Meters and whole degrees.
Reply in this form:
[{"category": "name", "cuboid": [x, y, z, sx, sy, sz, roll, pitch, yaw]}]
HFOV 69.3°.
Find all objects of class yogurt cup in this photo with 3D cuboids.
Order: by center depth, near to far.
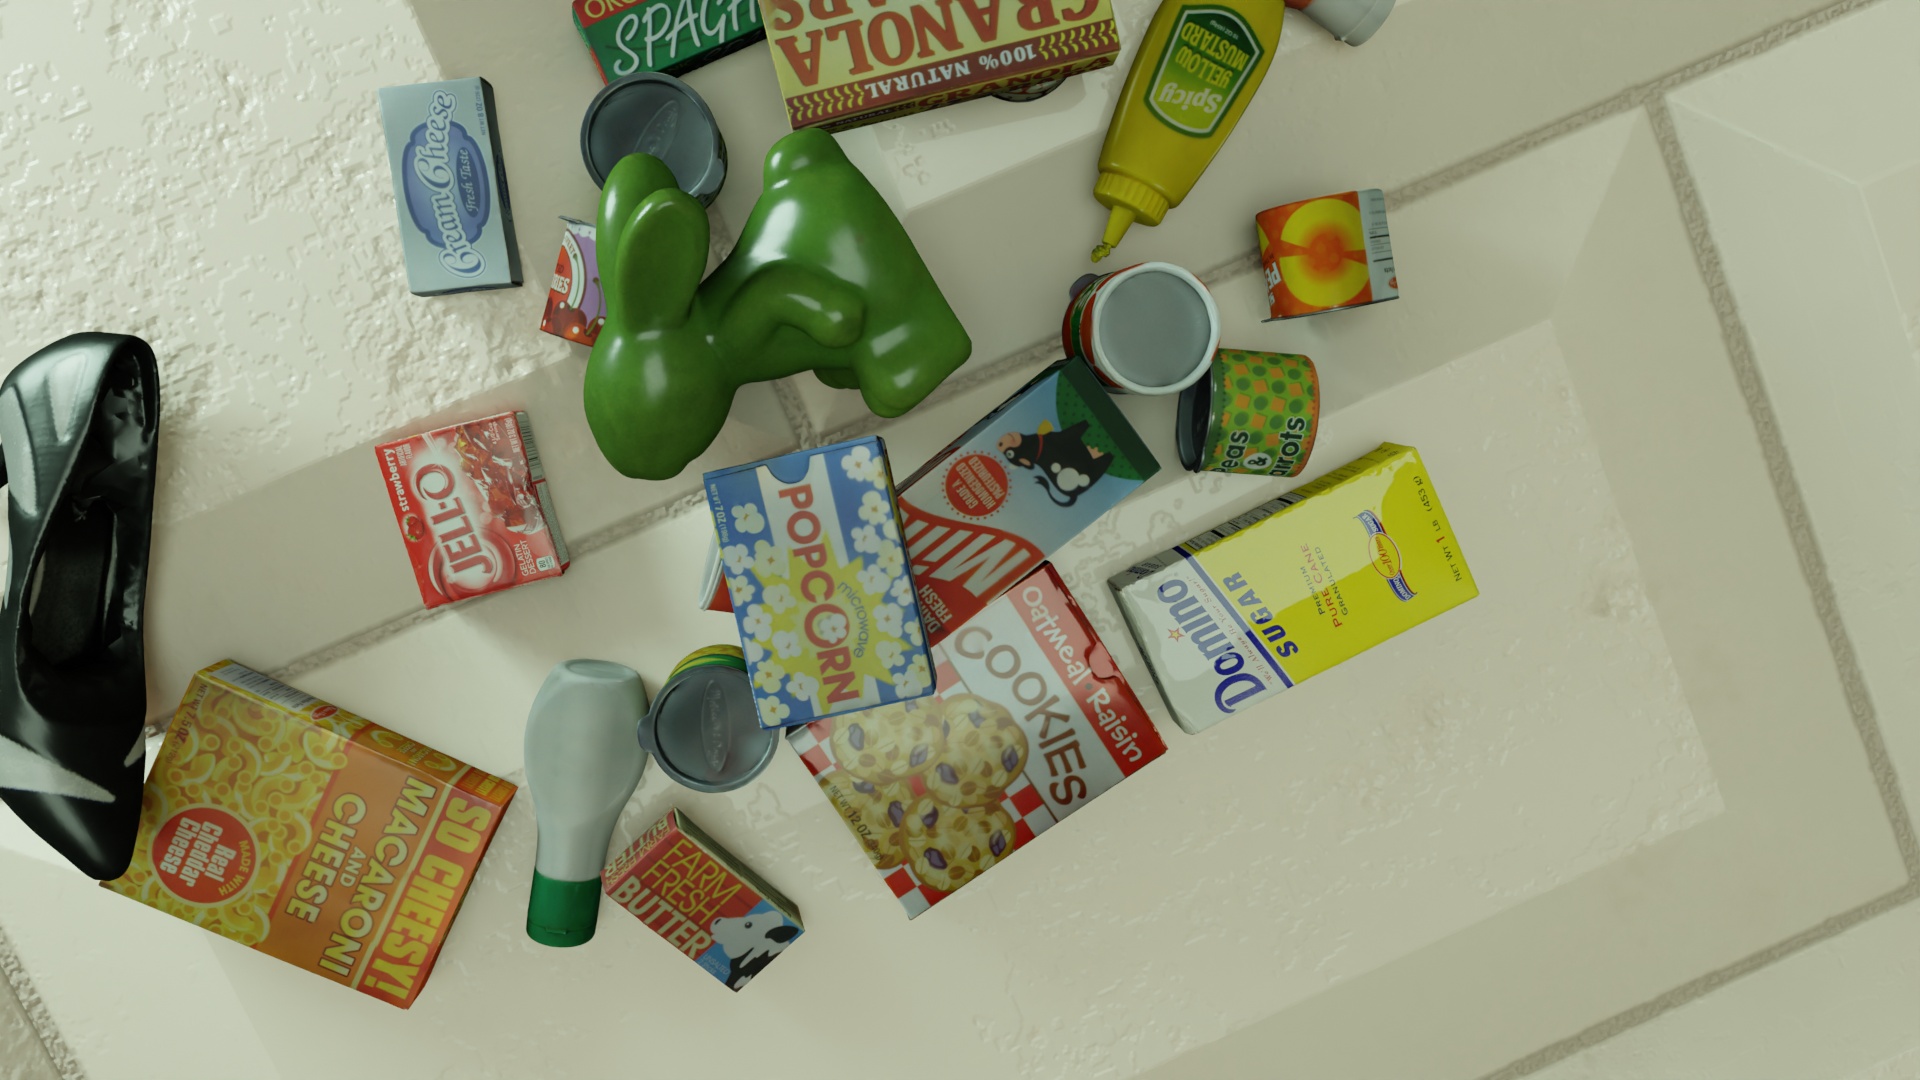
[{"category": "yogurt cup", "cuboid": [-0.101, 0.009, 0.719, 0.054, 0.072, 0.072, 15, 95, -14]}]

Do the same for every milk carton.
[{"category": "milk carton", "cuboid": [0.003, -0.009, 0.720, 0.190, 0.072, 0.073, -38, 97, 0]}]

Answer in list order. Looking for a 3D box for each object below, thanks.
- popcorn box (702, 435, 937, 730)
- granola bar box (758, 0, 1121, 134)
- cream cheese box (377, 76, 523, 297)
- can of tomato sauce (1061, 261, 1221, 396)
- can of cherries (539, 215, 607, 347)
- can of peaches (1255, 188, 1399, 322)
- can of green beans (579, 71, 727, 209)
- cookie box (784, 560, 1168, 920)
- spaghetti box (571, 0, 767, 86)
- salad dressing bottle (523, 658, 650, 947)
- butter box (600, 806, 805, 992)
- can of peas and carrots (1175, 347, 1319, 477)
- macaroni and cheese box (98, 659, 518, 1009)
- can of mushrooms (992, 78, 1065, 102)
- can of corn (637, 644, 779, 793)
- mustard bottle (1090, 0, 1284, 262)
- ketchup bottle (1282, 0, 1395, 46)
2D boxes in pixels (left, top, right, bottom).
[{"category": "popcorn box", "cuboid": [-0.065, 0.020, 0.662, 0.085, 0.038, 0.126, -12, 95, 3]}, {"category": "granola bar box", "cuboid": [-0.017, -0.275, 0.673, 0.166, 0.039, 0.124, -14, 96, -1]}, {"category": "cream cheese box", "cuboid": [-0.258, -0.178, 0.704, 0.053, 0.024, 0.103, -8, 97, -3]}, {"category": "can of tomato sauce", "cuboid": [0.090, -0.109, 0.711, 0.071, 0.083, 0.071, -1, 97, -5]}, {"category": "can of cherries", "cuboid": [-0.173, -0.124, 0.695, 0.071, 0.071, 0.058, 16, 96, -6]}, {"category": "can of peaches", "cuboid": [0.188, -0.148, 0.725, 0.071, 0.071, 0.058, -11, 98, -3]}, {"category": "can of green beans", "cuboid": [-0.151, -0.194, 0.694, 0.071, 0.058, 0.071, -1, 96, -5]}, {"category": "cookie box", "cuboid": [0.009, 0.105, 0.749, 0.167, 0.040, 0.123, -33, 98, -1]}, {"category": "spaghetti box", "cuboid": [-0.074, -0.295, 0.705, 0.250, 0.029, 0.050, -24, 97, -2]}, {"category": "salad dressing bottle", "cuboid": [-0.202, 0.139, 0.735, 0.064, 0.044, 0.147, 9, 97, -8]}, {"category": "butter box", "cuboid": [-0.136, 0.192, 0.739, 0.053, 0.024, 0.103, -43, 118, -1]}, {"category": "can of peas and carrots", "cuboid": [0.150, -0.065, 0.728, 0.059, 0.071, 0.071, 4, 96, -6]}, {"category": "macaroni and cheese box", "cuboid": [-0.336, 0.153, 0.726, 0.166, 0.040, 0.123, 25, 93, -7]}, {"category": "can of mushrooms", "cuboid": [0.034, -0.263, 0.715, 0.071, 0.033, 0.071, 0, 96, -4]}, {"category": "can of corn", "cuboid": [-0.129, 0.092, 0.727, 0.071, 0.058, 0.071, -1, 97, -5]}, {"category": "mustard bottle", "cuboid": [0.109, -0.215, 0.719, 0.065, 0.049, 0.160, 26, 93, -6]}, {"category": "ketchup bottle", "cuboid": [0.154, -0.307, 0.709, 0.149, 0.065, 0.043, 28, 106, -16]}]
